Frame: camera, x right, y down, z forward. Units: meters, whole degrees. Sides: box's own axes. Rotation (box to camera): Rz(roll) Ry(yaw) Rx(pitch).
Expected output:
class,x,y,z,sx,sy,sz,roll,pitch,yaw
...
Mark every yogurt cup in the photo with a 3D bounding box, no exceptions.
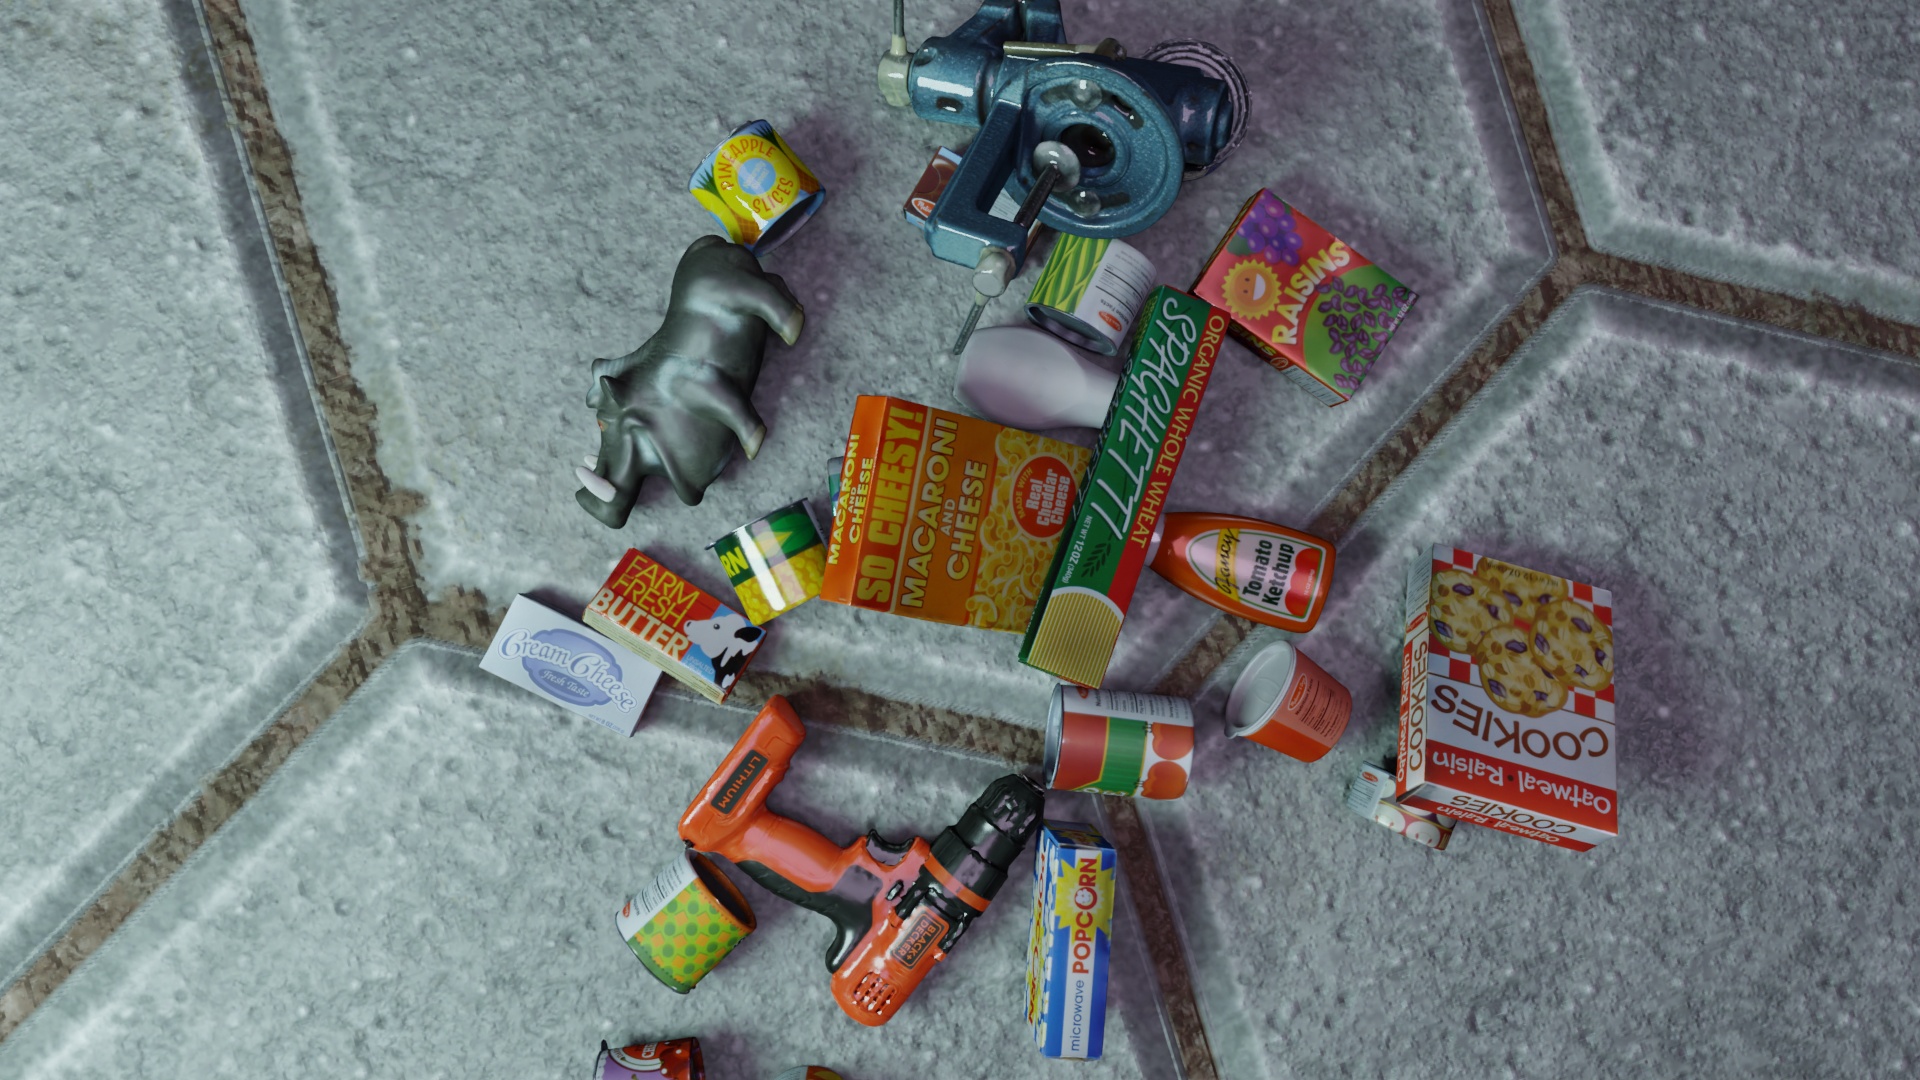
class,x,y,z,sx,sy,sz,roll,pitch,yaw
yogurt cup,0.209,0.104,0.879,0.054,0.072,0.072,31,87,-10

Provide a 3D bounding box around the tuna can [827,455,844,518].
class,x,y,z,sx,sy,sz,roll,pitch,yaw
tuna can,-0.062,-0.019,0.865,0.033,0.071,0.071,-8,89,-2

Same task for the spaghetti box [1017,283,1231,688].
class,x,y,z,sx,sy,sz,roll,pitch,yaw
spaghetti box,0.101,-0.034,0.849,0.050,0.028,0.250,21,85,-10

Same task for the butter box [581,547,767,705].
class,x,y,z,sx,sy,sz,roll,pitch,yaw
butter box,-0.178,0.053,0.865,0.103,0.024,0.053,32,54,-2

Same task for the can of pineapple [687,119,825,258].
class,x,y,z,sx,sy,sz,roll,pitch,yaw
can of pineapple,-0.126,-0.218,0.865,0.071,0.071,0.058,-41,92,-3

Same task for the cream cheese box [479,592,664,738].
class,x,y,z,sx,sy,sz,roll,pitch,yaw
cream cheese box,-0.241,0.078,0.872,0.104,0.024,0.053,26,86,-2

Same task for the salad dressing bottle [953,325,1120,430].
class,x,y,z,sx,sy,sz,roll,pitch,yaw
salad dressing bottle,0.071,-0.095,0.886,0.148,0.044,0.064,14,86,-5

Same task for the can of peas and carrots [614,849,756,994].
class,x,y,z,sx,sy,sz,roll,pitch,yaw
can of peas and carrots,-0.166,0.234,0.852,0.059,0.071,0.071,-43,91,-4

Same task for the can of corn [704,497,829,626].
class,x,y,z,sx,sy,sz,roll,pitch,yaw
can of corn,-0.114,0.015,0.860,0.071,0.071,0.058,-27,91,-3

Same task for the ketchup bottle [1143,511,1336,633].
class,x,y,z,sx,sy,sz,roll,pitch,yaw
ketchup bottle,0.160,0.010,0.888,0.149,0.043,0.064,17,88,-2

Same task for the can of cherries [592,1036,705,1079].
class,x,y,z,sx,sy,sz,roll,pitch,yaw
can of cherries,-0.188,0.338,0.847,0.058,0.071,0.071,-7,89,-3

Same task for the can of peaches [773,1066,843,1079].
class,x,y,z,sx,sy,sz,roll,pitch,yaw
can of peaches,-0.094,0.368,0.855,0.071,0.058,0.071,0,88,-4

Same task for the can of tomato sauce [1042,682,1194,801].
class,x,y,z,sx,sy,sz,roll,pitch,yaw
can of tomato sauce,0.098,0.128,0.870,0.083,0.071,0.071,7,88,-4

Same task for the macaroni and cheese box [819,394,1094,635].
class,x,y,z,sx,sy,sz,roll,pitch,yaw
macaroni and cheese box,0.003,-0.011,0.841,0.166,0.040,0.123,12,87,-36

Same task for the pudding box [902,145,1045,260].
class,x,y,z,sx,sy,sz,roll,pitch,yaw
pudding box,0.011,-0.210,0.892,0.084,0.030,0.049,29,88,-2

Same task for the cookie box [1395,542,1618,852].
class,x,y,z,sx,sy,sz,roll,pitch,yaw
cookie box,0.339,0.096,0.864,0.123,0.040,0.168,15,60,-3

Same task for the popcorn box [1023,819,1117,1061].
class,x,y,z,sx,sy,sz,roll,pitch,yaw
popcorn box,0.066,0.243,0.854,0.038,0.085,0.126,5,88,-4

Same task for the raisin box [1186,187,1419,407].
class,x,y,z,sx,sy,sz,roll,pitch,yaw
raisin box,0.219,-0.157,0.898,0.123,0.040,0.086,34,88,-3

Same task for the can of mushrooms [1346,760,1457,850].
class,x,y,z,sx,sy,sz,roll,pitch,yaw
can of mushrooms,0.283,0.168,0.878,0.071,0.071,0.033,23,88,-2

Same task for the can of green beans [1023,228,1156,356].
class,x,y,z,sx,sy,sz,roll,pitch,yaw
can of green beans,0.082,-0.157,0.876,0.071,0.071,0.058,27,86,-2
